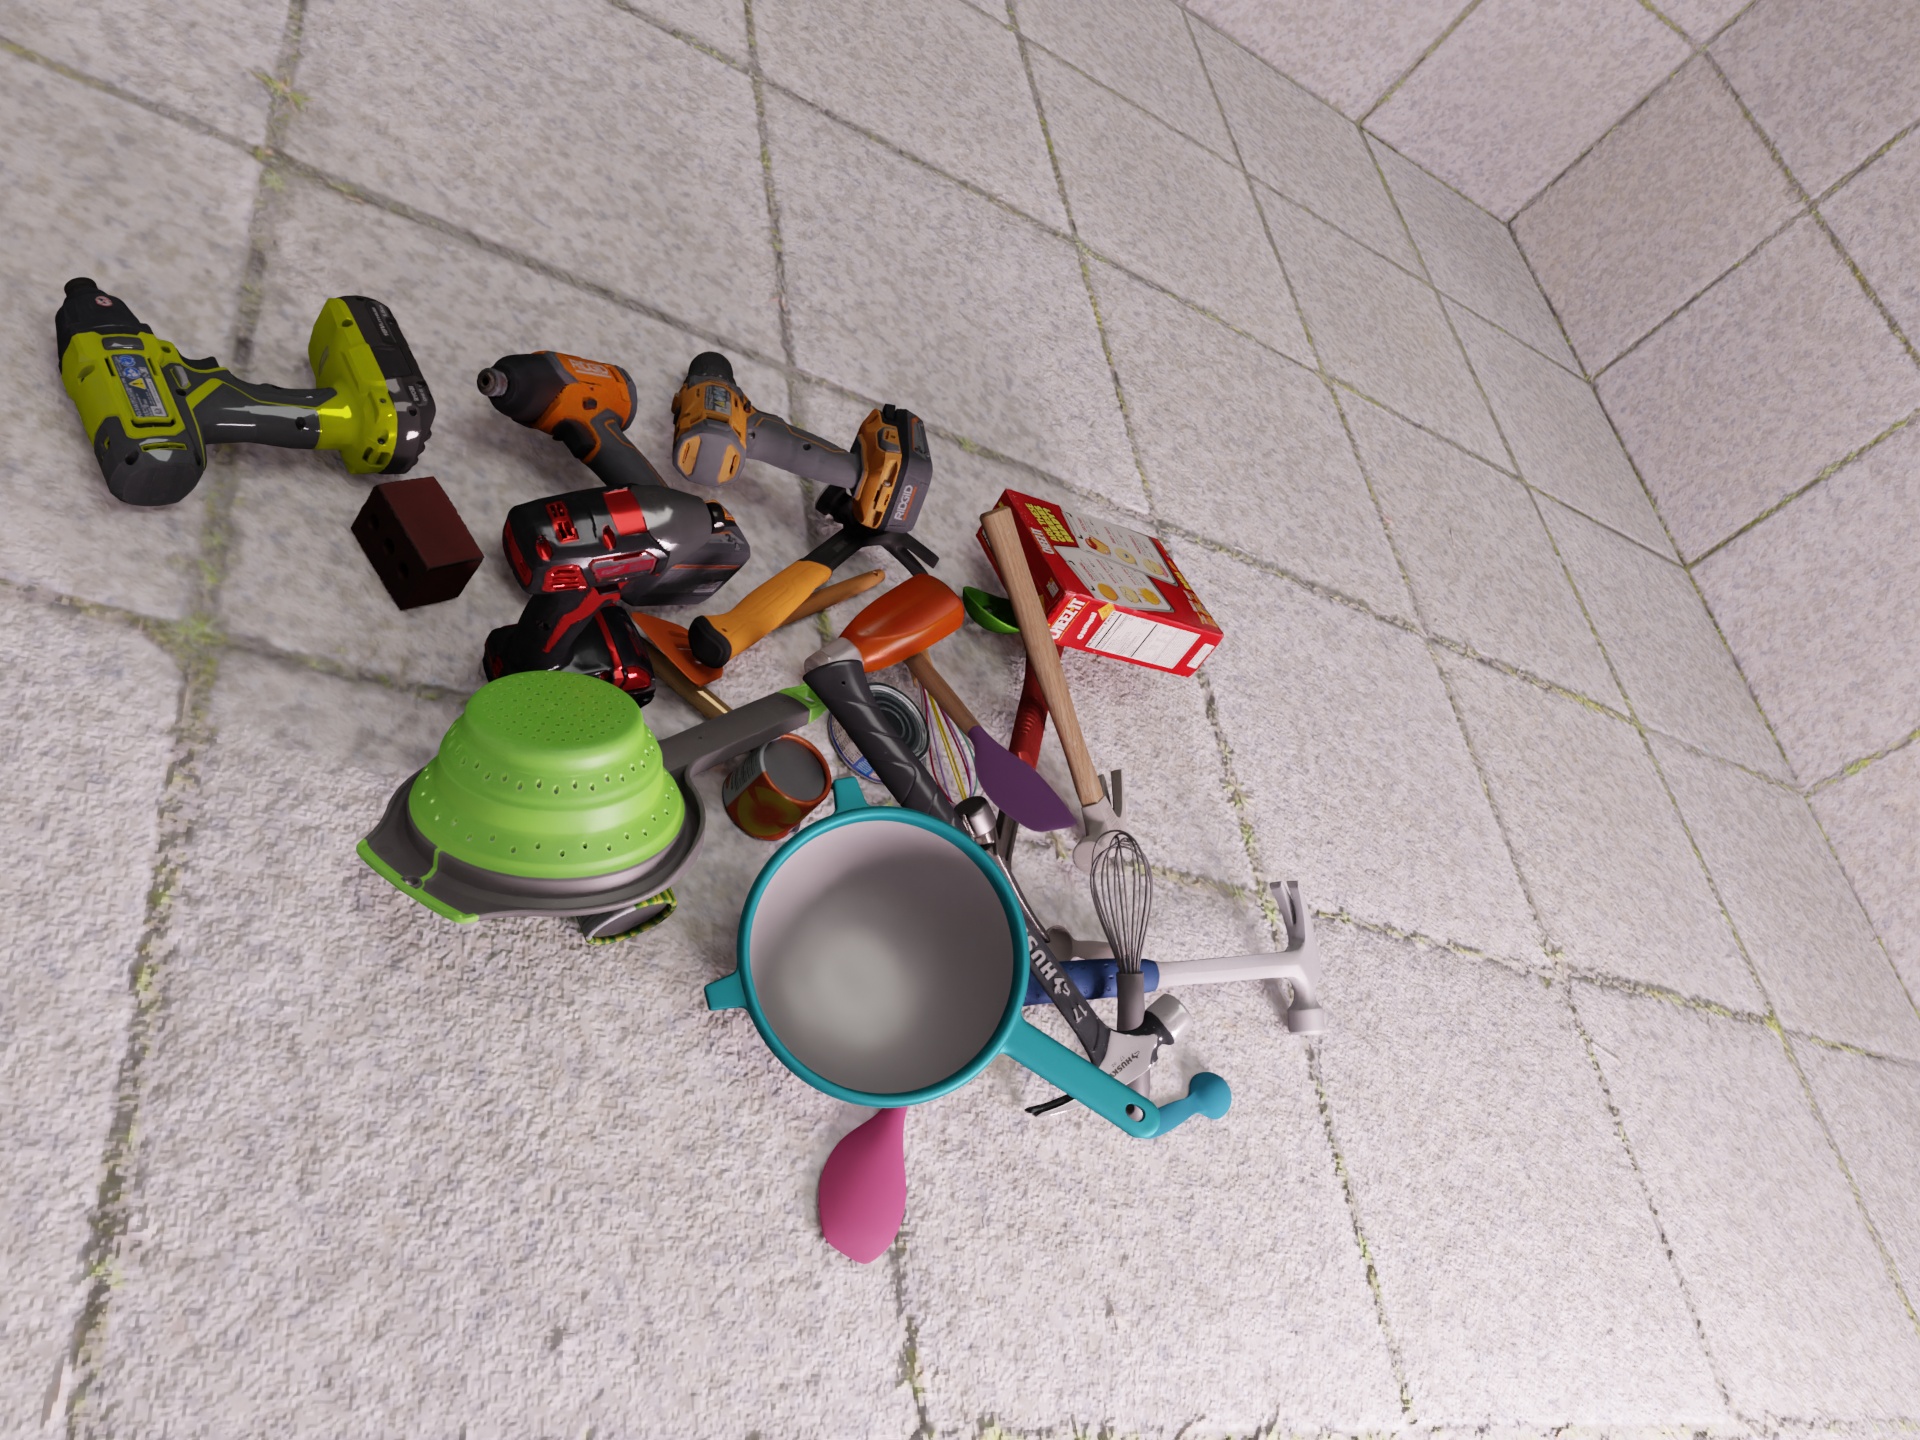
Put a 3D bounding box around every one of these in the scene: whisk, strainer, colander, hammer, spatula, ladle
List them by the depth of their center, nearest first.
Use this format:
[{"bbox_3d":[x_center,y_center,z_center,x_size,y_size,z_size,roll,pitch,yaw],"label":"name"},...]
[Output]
[{"bbox_3d":[-0.217,0.007,1.090,0.205,0.094,0.397,26,31,26],"label":"colander"},{"bbox_3d":[-0.011,0.209,1.158,0.340,0.095,0.211,34,67,-7],"label":"strainer"},{"bbox_3d":[0.010,0.123,1.228,0.149,0.036,0.409,-38,96,-16],"label":"hammer"},{"bbox_3d":[-0.236,-0.046,1.248,0.315,0.031,0.069,41,32,-12],"label":"ladle"},{"bbox_3d":[0.136,0.209,1.303,0.055,0.055,0.239,-1,88,-44],"label":"whisk"},{"bbox_3d":[-0.002,-0.004,1.343,0.059,0.018,0.316,-7,38,-30],"label":"spatula"},{"bbox_3d":[-0.154,-0.091,1.351,0.081,0.041,0.322,46,36,10],"label":"spatula"},{"bbox_3d":[-0.130,-0.115,1.354,0.127,0.034,0.337,37,31,2],"label":"hammer"},{"bbox_3d":[0.174,0.215,1.382,0.405,0.035,0.144,3,80,-38],"label":"hammer"},{"bbox_3d":[-0.027,-0.016,1.415,0.047,0.051,0.245,31,33,-50],"label":"whisk"},{"bbox_3d":[0.061,0.035,1.429,0.359,0.037,0.149,-74,144,-54],"label":"hammer"},{"bbox_3d":[0.085,-0.034,1.440,0.331,0.031,0.130,71,22,-6],"label":"hammer"}]

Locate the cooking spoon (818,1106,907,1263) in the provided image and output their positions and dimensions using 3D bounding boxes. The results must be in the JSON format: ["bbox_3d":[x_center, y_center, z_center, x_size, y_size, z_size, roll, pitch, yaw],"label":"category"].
[{"bbox_3d":[-0.038,0.258,1.183,0.068,0.017,0.319,36,40,-13],"label":"cooking spoon"}]

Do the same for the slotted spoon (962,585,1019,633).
[{"bbox_3d":[0.106,-0.118,1.631,0.313,0.031,0.070,-9,46,-49],"label":"slotted spoon"}]

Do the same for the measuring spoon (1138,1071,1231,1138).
[{"bbox_3d":[0.191,0.325,1.338,0.128,0.021,0.042,-10,65,-48],"label":"measuring spoon"}]

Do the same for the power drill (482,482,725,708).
[{"bbox_3d":[-0.248,-0.083,1.095,0.143,0.219,0.079,-15,69,-30],"label":"power drill"}]

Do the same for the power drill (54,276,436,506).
[{"bbox_3d":[-0.504,-0.239,1.120,0.223,0.080,0.171,-13,67,-45],"label":"power drill"}]

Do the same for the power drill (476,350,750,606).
[{"bbox_3d":[-0.283,-0.200,1.268,0.226,0.084,0.164,54,22,11],"label":"power drill"}]

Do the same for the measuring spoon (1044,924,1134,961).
[{"bbox_3d":[0.110,0.201,1.378,0.124,0.018,0.034,17,66,-42],"label":"measuring spoon"}]

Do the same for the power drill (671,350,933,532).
[{"bbox_3d":[-0.148,-0.260,1.437,0.226,0.084,0.186,11,35,-17],"label":"power drill"}]
